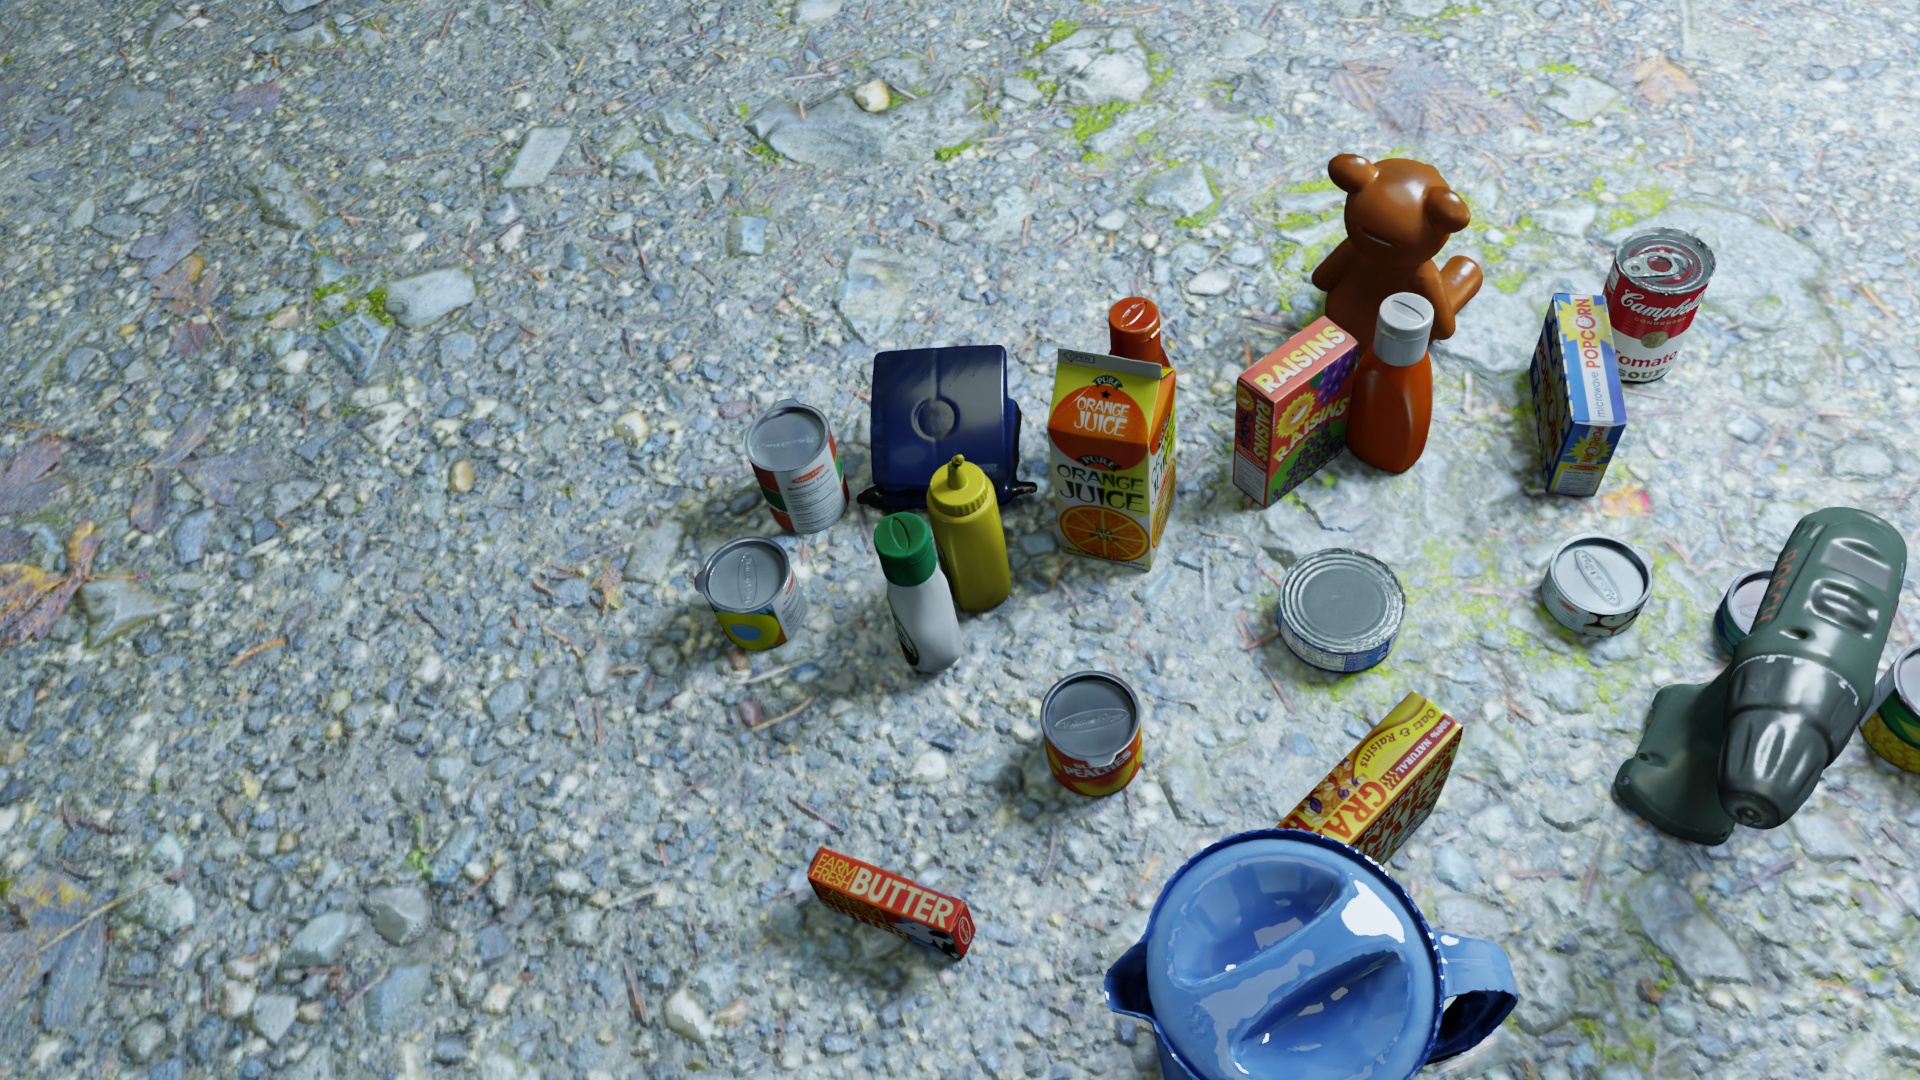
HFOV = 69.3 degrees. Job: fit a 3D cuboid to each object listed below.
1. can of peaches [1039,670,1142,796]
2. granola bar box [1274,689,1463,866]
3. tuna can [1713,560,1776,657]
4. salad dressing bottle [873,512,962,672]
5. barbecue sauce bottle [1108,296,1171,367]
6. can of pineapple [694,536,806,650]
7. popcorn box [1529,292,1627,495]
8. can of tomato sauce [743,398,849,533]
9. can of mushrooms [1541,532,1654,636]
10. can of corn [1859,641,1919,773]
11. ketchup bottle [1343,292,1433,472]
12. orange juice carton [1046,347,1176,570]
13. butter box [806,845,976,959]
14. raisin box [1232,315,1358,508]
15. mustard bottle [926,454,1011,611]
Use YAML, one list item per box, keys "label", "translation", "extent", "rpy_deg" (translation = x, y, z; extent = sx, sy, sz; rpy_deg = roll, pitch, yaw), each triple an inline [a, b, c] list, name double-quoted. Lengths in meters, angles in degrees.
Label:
- label: "can of peaches"
  translation: [0.088, 0.131, 0.924]
  extent: [0.071, 0.057, 0.071]
  rpy_deg: [-4, 55, 6]
- label: "granola bar box"
  translation: [0.225, 0.180, 0.828]
  extent: [0.166, 0.123, 0.039]
  rpy_deg: [-39, 59, -18]
- label: "tuna can"
  translation: [0.542, 0.051, 0.928]
  extent: [0.071, 0.032, 0.071]
  rpy_deg: [-4, 54, 6]
- label: "salad dressing bottle"
  translation: [-0.029, 0.036, 0.954]
  extent: [0.044, 0.147, 0.064]
  rpy_deg: [-20, 55, -5]
- label: "barbecue sauce bottle"
  translation: [0.132, -0.118, 1.039]
  extent: [0.044, 0.147, 0.065]
  rpy_deg: [32, 65, 27]
- label: "can of pineapple"
  translation: [-0.153, 0.040, 1.026]
  extent: [0.071, 0.057, 0.071]
  rpy_deg: [-4, 55, 6]
- label: "popcorn box"
  translation: [0.452, -0.108, 1.022]
  extent: [0.038, 0.084, 0.127]
  rpy_deg: [2, 55, 10]
- label: "can of tomato sauce"
  translation: [-0.126, -0.056, 1.074]
  extent: [0.071, 0.082, 0.071]
  rpy_deg: [-4, 55, 6]
- label: "can of mushrooms"
  translation: [0.440, 0.030, 0.958]
  extent: [0.071, 0.033, 0.071]
  rpy_deg: [-4, 54, 6]
- label: "can of corn"
  translation: [0.608, 0.106, 0.863]
  extent: [0.071, 0.058, 0.071]
  rpy_deg: [-4, 55, 6]
- label: "ketchup bottle"
  translation: [0.314, -0.115, 1.009]
  extent: [0.044, 0.148, 0.065]
  rpy_deg: [-40, 59, -18]
- label: "orange juice carton"
  translation: [0.109, -0.066, 0.978]
  extent: [0.072, 0.191, 0.073]
  rpy_deg: [12, 58, 17]
- label: "butter box"
  translation: [-0.044, 0.229, 0.878]
  extent: [0.103, 0.053, 0.024]
  rpy_deg: [16, 59, 19]
- label: "raisin box"
  translation: [0.244, -0.093, 1.019]
  extent: [0.086, 0.122, 0.040]
  rpy_deg: [-35, 57, -15]
- label: "mustard bottle"
  translation: [0.003, -0.012, 0.976]
  extent: [0.049, 0.159, 0.065]
  rpy_deg: [-17, 54, -3]
